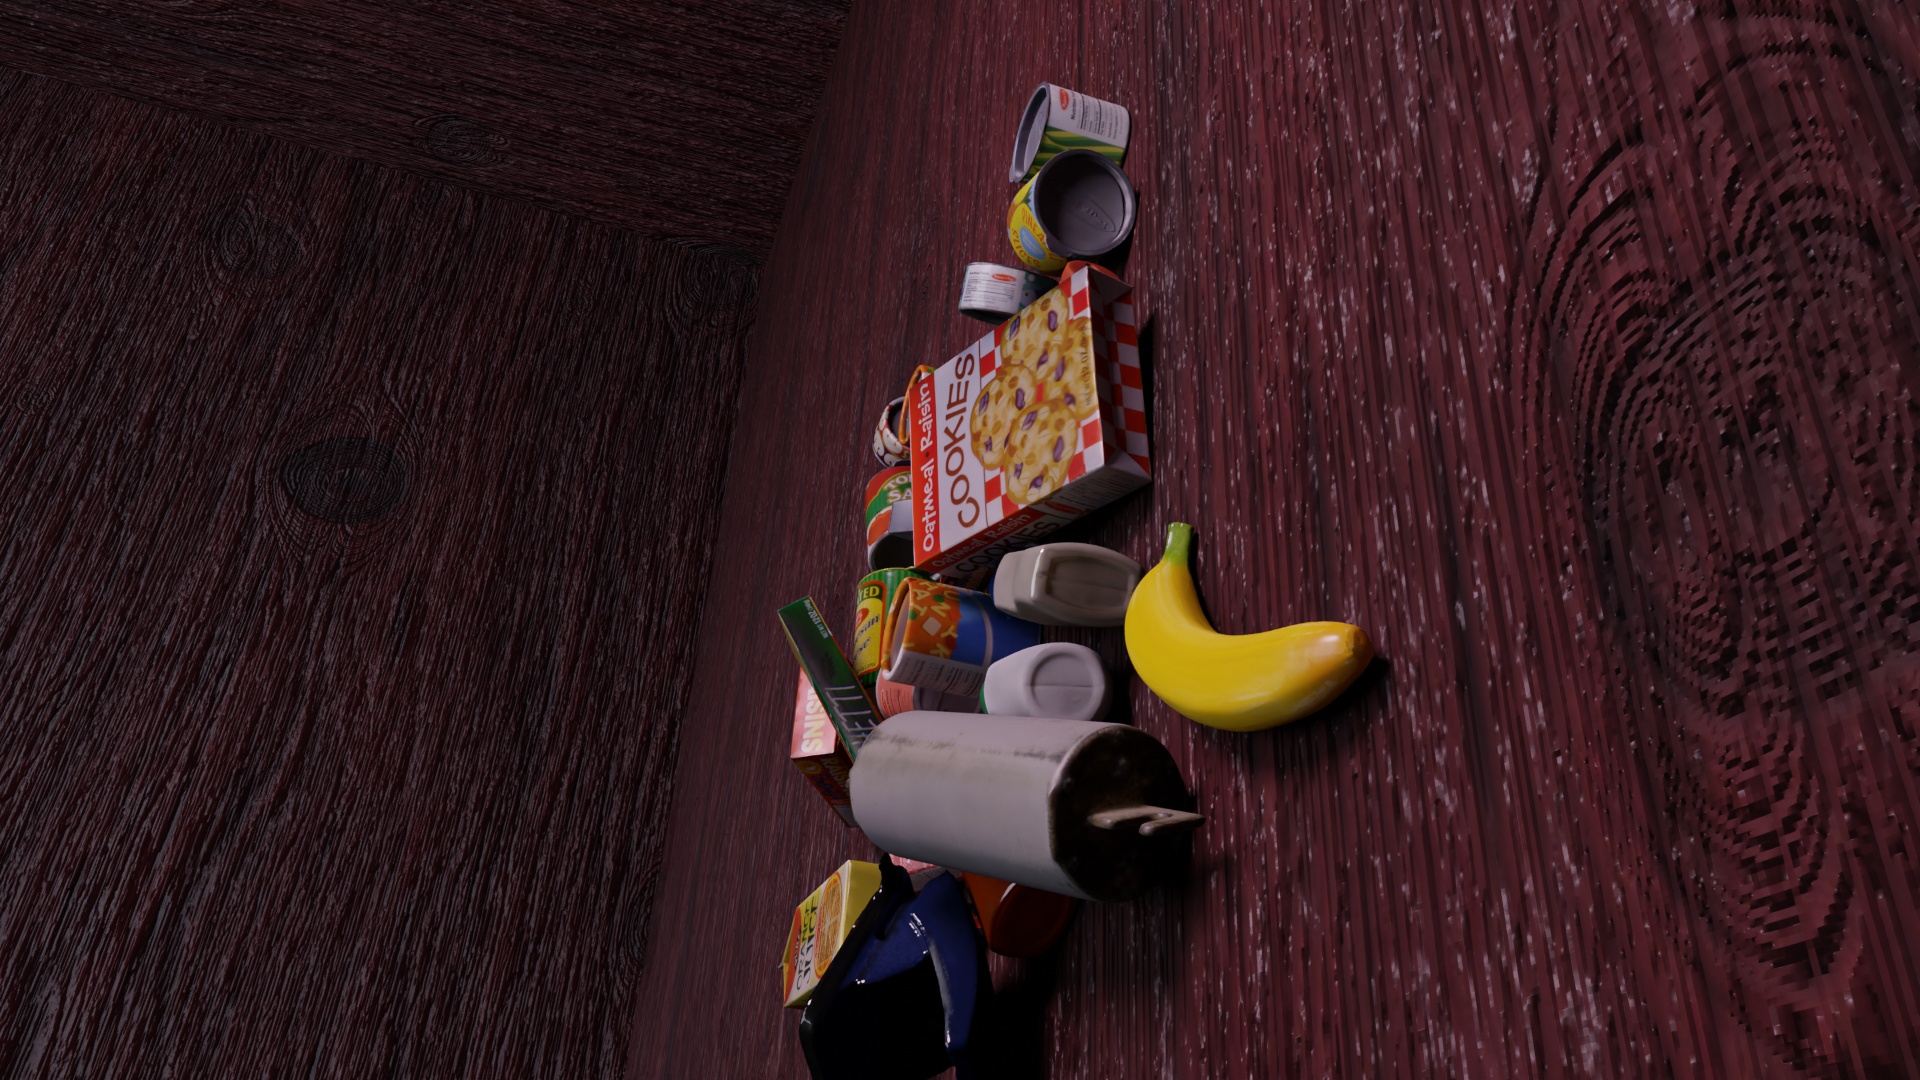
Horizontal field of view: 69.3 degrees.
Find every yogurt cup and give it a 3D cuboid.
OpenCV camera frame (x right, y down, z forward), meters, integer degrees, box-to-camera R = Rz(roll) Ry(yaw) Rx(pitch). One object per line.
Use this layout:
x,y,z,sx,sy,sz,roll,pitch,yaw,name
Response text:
-0.016,0.101,0.927,0.054,0.072,0.072,2,79,67,yogurt cup

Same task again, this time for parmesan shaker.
-0.048,0.080,1.054,0.071,0.071,0.103,119,158,-48,parmesan shaker

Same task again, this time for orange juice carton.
-0.072,0.283,0.959,0.191,0.072,0.073,127,153,-57,orange juice carton

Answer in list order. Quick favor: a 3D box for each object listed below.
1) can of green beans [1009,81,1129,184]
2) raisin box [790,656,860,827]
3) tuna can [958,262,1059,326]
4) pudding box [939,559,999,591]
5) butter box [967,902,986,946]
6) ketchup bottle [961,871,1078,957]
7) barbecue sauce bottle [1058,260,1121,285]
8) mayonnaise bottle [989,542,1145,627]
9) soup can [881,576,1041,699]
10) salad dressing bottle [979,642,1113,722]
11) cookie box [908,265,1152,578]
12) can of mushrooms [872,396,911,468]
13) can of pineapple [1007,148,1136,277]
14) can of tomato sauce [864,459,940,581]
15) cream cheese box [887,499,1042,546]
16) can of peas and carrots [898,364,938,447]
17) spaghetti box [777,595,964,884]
0.072,-0.260,0.912,0.071,0.058,0.071,-166,89,-75,can of green beans
-0.088,0.157,1.073,0.123,0.040,0.086,64,-157,-50,raisin box
0.034,-0.168,0.965,0.071,0.071,0.033,-165,87,-75,tuna can
0.008,-0.009,0.990,0.049,0.030,0.084,128,151,-57,pudding box
-0.022,0.260,0.829,0.024,0.053,0.103,-112,37,-61,butter box
0.018,0.151,0.750,0.064,0.043,0.149,-68,25,22,ketchup bottle
0.057,-0.099,0.860,0.065,0.044,0.147,-107,32,-52,barbecue sauce bottle
0.049,0.025,0.753,0.148,0.065,0.041,168,113,-78,mayonnaise bottle
0.000,0.060,0.857,0.071,0.084,0.071,-165,88,-76,soup can
0.039,0.082,0.744,0.147,0.064,0.044,135,136,-77,salad dressing bottle
0.034,-0.062,0.798,0.167,0.040,0.123,-29,55,46,cookie box
-0.037,-0.085,1.159,0.033,0.071,0.071,121,157,-48,can of mushrooms
0.066,-0.200,0.861,0.058,0.071,0.071,165,117,-75,can of pineapple
-0.042,-0.012,1.113,0.083,0.071,0.070,-98,25,-51,can of tomato sauce
0.003,-0.011,0.907,0.103,0.053,0.024,-4,74,54,cream cheese box
-0.013,-0.099,1.091,0.071,0.059,0.071,-165,89,-76,can of peas and carrots
-0.066,0.133,0.947,0.251,0.029,0.050,54,164,44,spaghetti box
